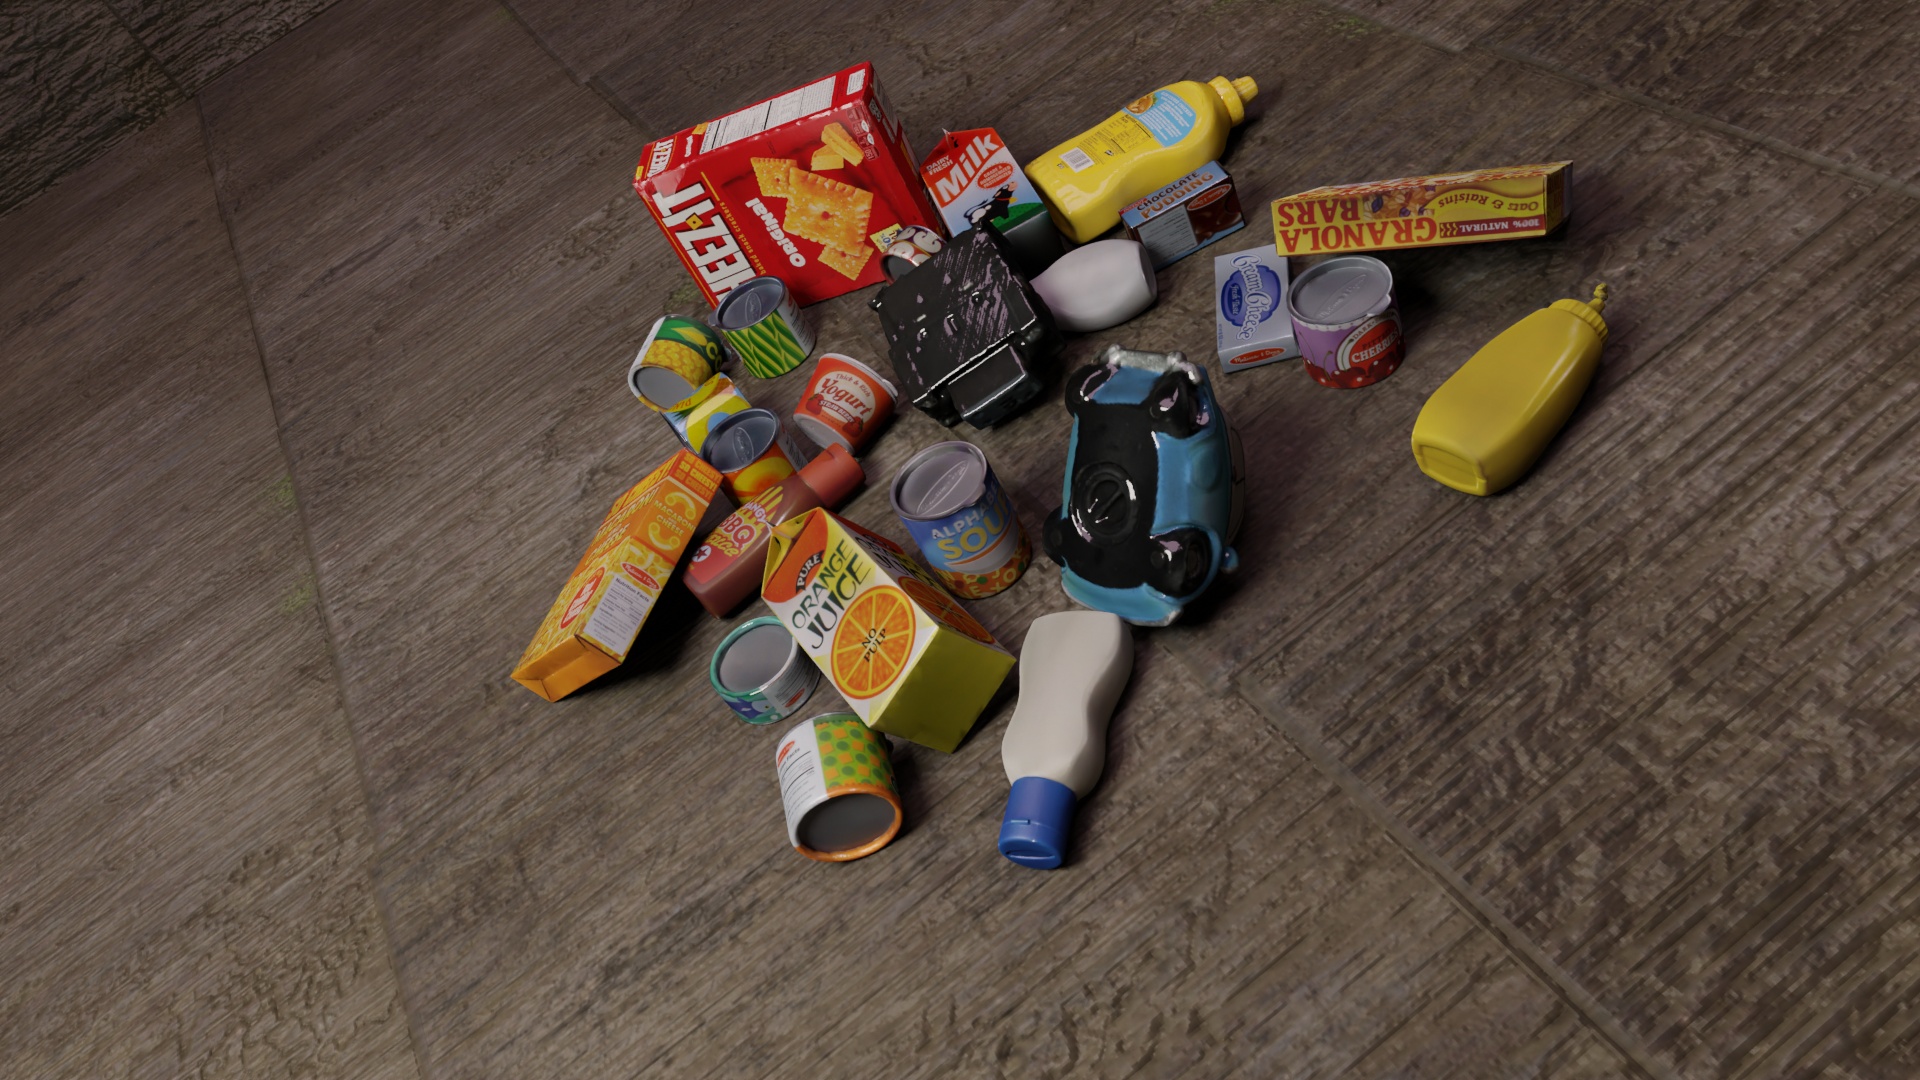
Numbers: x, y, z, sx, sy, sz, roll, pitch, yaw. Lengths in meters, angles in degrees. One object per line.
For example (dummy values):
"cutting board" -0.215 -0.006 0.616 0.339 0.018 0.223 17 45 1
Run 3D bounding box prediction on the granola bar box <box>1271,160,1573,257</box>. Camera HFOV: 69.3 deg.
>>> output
"granola bar box" 0.302 -0.215 0.904 0.165 0.039 0.125 2 18 30

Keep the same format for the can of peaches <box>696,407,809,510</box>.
"can of peaches" -0.154 -0.055 1.037 0.071 0.058 0.071 -16 45 16

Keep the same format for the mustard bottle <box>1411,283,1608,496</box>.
"mustard bottle" 0.332 -0.095 0.808 0.160 0.048 0.065 -43 44 -14

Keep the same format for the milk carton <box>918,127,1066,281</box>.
"milk carton" 0.023 -0.269 1.129 0.073 0.072 0.191 -27 42 5

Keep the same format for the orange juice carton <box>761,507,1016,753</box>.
"orange juice carton" -0.057 0.043 0.863 0.073 0.072 0.193 -56 43 8

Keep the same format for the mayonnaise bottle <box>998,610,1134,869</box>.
"mayonnaise bottle" 0.055 0.109 0.778 0.064 0.041 0.149 -6 49 29

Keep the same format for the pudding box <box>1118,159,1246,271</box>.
"pudding box" 0.166 -0.241 1.040 0.083 0.049 0.030 -27 44 5

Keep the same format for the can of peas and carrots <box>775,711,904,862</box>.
"can of peas and carrots" -0.067 0.142 0.798 0.071 0.070 0.059 -26 43 6

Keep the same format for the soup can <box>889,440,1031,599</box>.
"soup can" 0.003 -0.011 0.888 0.071 0.083 0.072 -16 45 16

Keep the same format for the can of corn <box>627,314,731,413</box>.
"can of corn" -0.235 -0.145 1.164 0.071 0.071 0.058 -4 49 27

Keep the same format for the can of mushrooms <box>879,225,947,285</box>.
"can of mushrooms" -0.033 -0.219 1.116 0.071 0.070 0.033 22 65 41

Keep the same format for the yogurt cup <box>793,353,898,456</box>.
"yogurt cup" -0.089 -0.099 1.039 0.072 0.072 0.054 17 68 39

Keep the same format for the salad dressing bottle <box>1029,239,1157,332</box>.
"salad dressing bottle" 0.071 -0.180 1.038 0.147 0.044 0.064 -15 67 21

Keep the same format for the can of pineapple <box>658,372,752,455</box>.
"can of pineapple" -0.191 -0.091 1.083 0.058 0.070 0.071 -38 43 -9

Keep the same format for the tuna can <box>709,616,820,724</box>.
"tuna can" -0.130 0.084 0.910 0.071 0.032 0.071 -15 45 16

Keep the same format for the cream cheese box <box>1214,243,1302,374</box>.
"cream cheese box" 0.205 -0.162 0.962 0.053 0.024 0.104 -10 46 19

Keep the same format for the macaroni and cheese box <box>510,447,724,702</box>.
"macaroni and cheese box" -0.243 0.025 0.990 0.123 0.040 0.167 -27 33 48

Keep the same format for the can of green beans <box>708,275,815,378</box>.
"can of green beans" -0.162 -0.177 1.157 0.071 0.057 0.071 -16 45 16

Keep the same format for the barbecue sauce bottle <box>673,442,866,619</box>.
"barbecue sauce bottle" -0.134 -0.010 0.994 0.149 0.043 0.065 -41 38 -11

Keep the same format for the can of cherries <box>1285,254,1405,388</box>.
"can of cherries" 0.249 -0.138 0.890 0.071 0.058 0.072 -15 44 15
